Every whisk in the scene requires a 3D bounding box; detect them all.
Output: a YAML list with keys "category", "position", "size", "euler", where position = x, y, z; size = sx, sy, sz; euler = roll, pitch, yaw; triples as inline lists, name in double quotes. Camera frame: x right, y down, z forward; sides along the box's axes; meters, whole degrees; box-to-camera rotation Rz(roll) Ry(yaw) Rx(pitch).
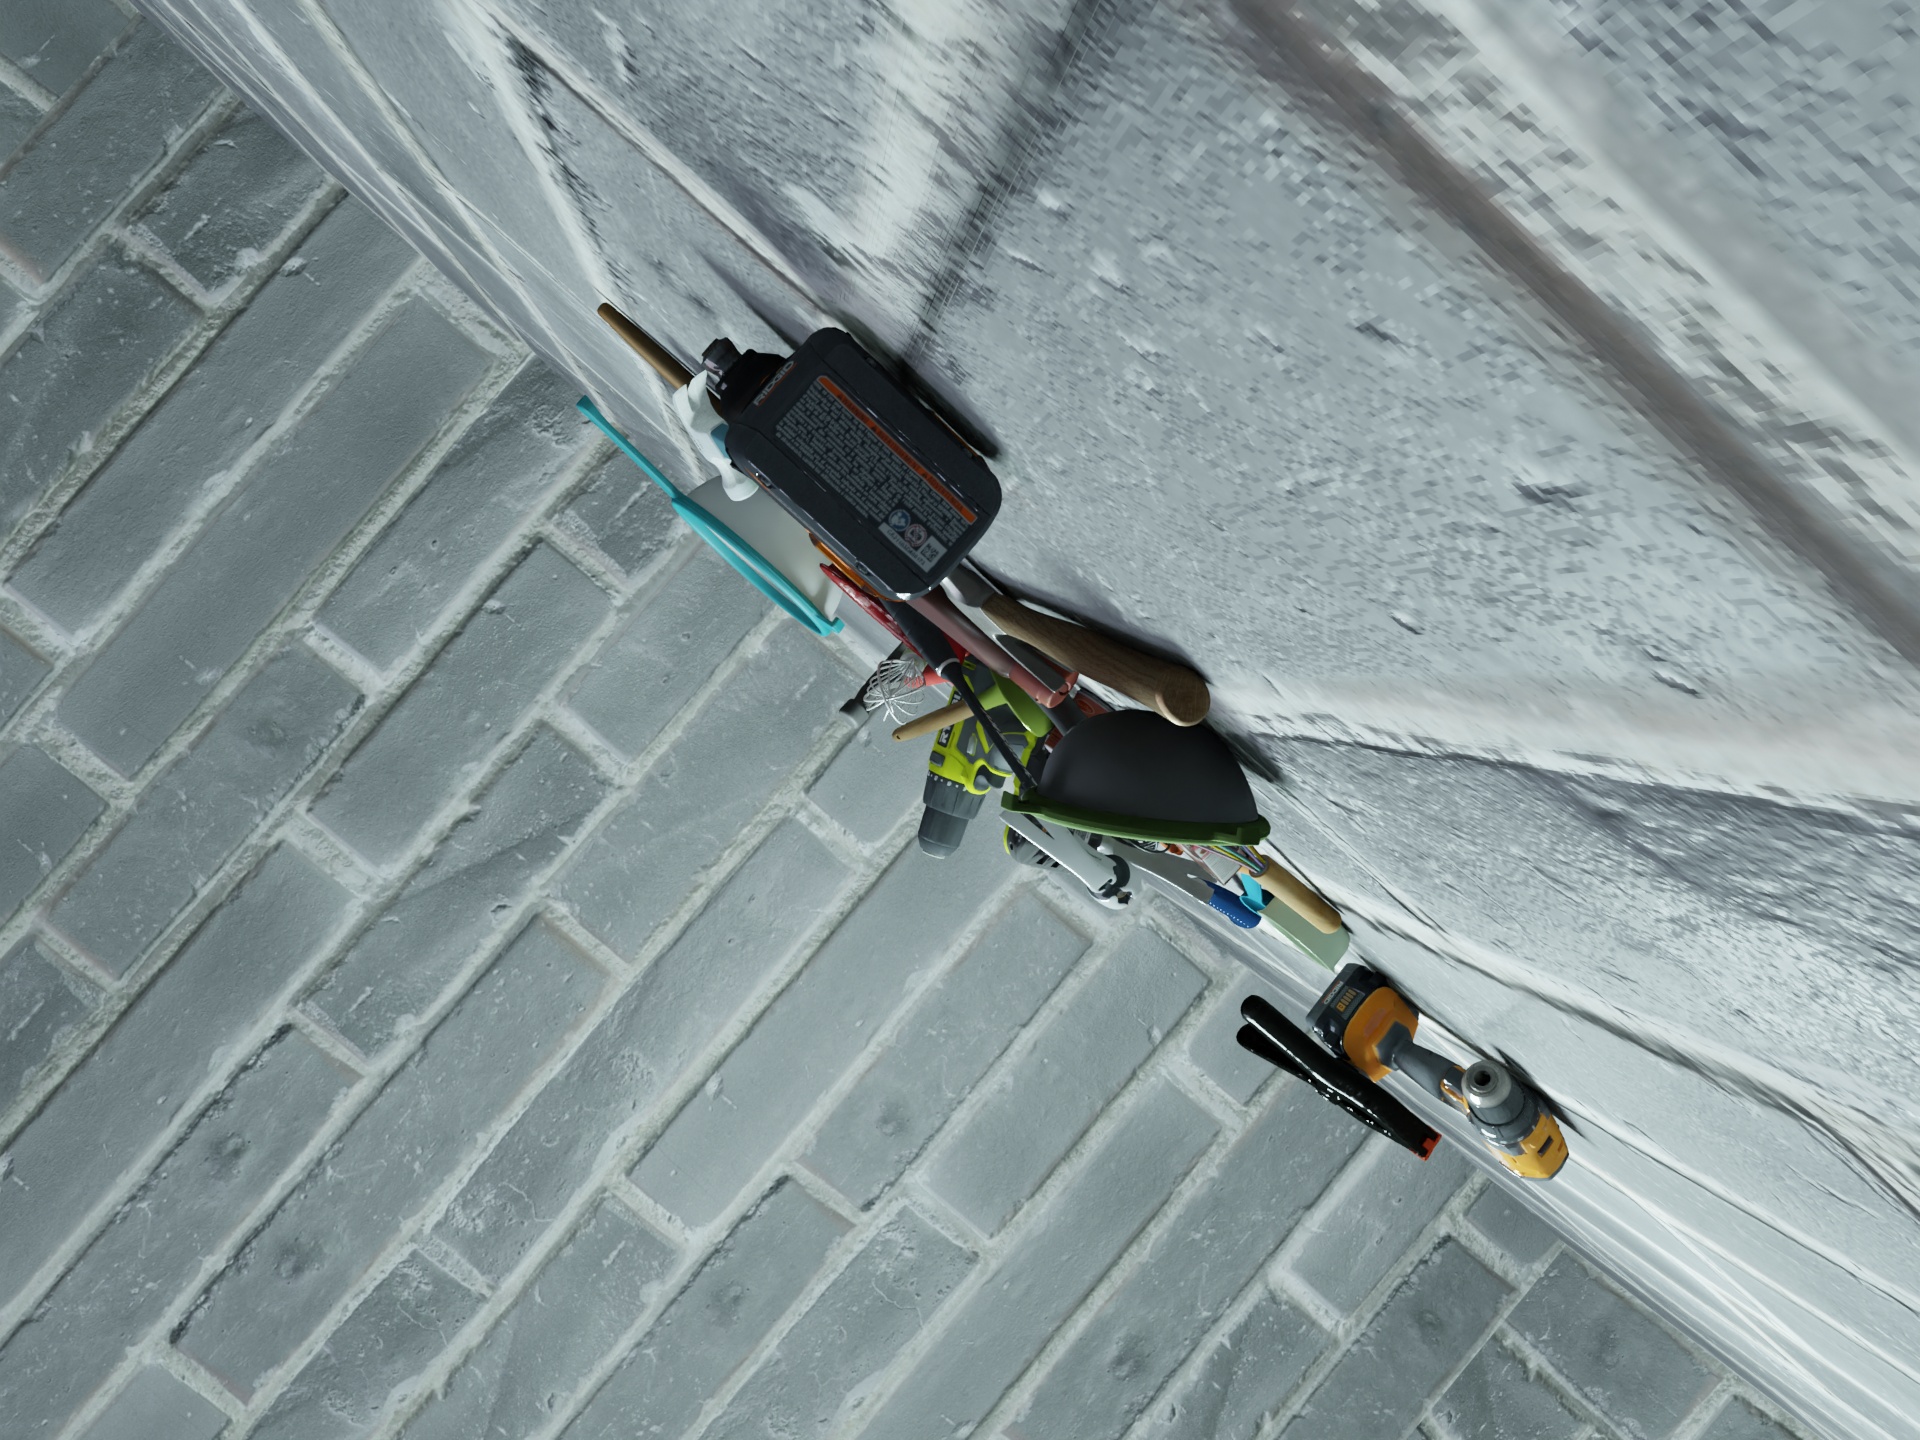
- category: "whisk"
  position: [-0.048, -0.051, 1.494]
  size: [0.246, 0.058, 0.059]
  euler: [-67, -45, -72]
- category: "whisk"
  position: [0.084, 0.008, 1.173]
  size: [0.239, 0.055, 0.055]
  euler: [55, -174, 34]
- category: "whisk"
  position: [0.219, 0.101, 1.217]
  size: [0.244, 0.047, 0.051]
  euler: [37, -168, -30]

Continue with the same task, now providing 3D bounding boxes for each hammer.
- category: "hammer"
  position: [-0.034, -0.059, 1.734]
  size: [0.036, 0.149, 0.359]
  euler: [45, 165, -12]
- category: "hammer"
  position: [0.066, -0.046, 0.977]
  size: [0.130, 0.031, 0.331]
  euler: [42, 177, -23]
- category: "hammer"
  position: [0.241, 0.169, 1.609]
  size: [0.144, 0.035, 0.405]
  euler: [21, 176, 29]
- category: "hammer"
  position: [-0.005, -0.030, 1.203]
  size: [0.149, 0.036, 0.409]
  euler: [38, -167, -51]
- category: "hammer"
  position: [-0.134, -0.192, 1.231]
  size: [0.331, 0.033, 0.128]
  euler: [33, 159, 51]

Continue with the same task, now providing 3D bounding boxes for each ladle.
- category: "ladle"
  position: [-0.002, -0.004, 1.383]
  size: [0.078, 0.062, 0.320]
  euler: [56, 154, -7]

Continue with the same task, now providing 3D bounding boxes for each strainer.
- category: "strainer"
  position: [0.131, 0.025, 1.012]
  size: [0.151, 0.069, 0.256]
  euler: [8, -173, 17]
- category: "strainer"
  position: [-0.233, -0.230, 1.617]
  size: [0.340, 0.095, 0.211]
  euler: [44, 174, -18]

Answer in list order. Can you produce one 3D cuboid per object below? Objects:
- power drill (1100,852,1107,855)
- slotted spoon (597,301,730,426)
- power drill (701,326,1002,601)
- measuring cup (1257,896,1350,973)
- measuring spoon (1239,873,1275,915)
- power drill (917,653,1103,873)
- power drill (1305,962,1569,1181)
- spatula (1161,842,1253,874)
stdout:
- category: "power drill"
  position: [0.090, 0.037, 1.629]
  size: [0.219, 0.078, 0.143]
  euler: [46, 178, -38]
- category: "slotted spoon"
  position: [-0.195, -0.253, 1.379]
  size: [0.314, 0.031, 0.070]
  euler: [42, 176, 0]
- category: "power drill"
  position: [-0.067, -0.139, 0.813]
  size: [0.164, 0.084, 0.226]
  euler: [42, -179, -13]
- category: "measuring cup"
  position: [0.310, 0.188, 1.397]
  size: [0.083, 0.038, 0.167]
  euler: [40, 179, 24]
- category: "measuring spoon"
  position: [0.286, 0.156, 1.522]
  size: [0.042, 0.021, 0.128]
  euler: [28, 163, 28]
- category: "power drill"
  position: [0.041, 0.053, 1.413]
  size: [0.080, 0.190, 0.229]
  euler: [16, -175, -30]
- category: "power drill"
  position: [0.416, 0.304, 1.402]
  size: [0.226, 0.084, 0.185]
  euler: [33, 171, 43]
- category: "spatula"
  position: [0.229, 0.112, 1.484]
  size: [0.081, 0.041, 0.323]
  euler: [43, 173, -12]
